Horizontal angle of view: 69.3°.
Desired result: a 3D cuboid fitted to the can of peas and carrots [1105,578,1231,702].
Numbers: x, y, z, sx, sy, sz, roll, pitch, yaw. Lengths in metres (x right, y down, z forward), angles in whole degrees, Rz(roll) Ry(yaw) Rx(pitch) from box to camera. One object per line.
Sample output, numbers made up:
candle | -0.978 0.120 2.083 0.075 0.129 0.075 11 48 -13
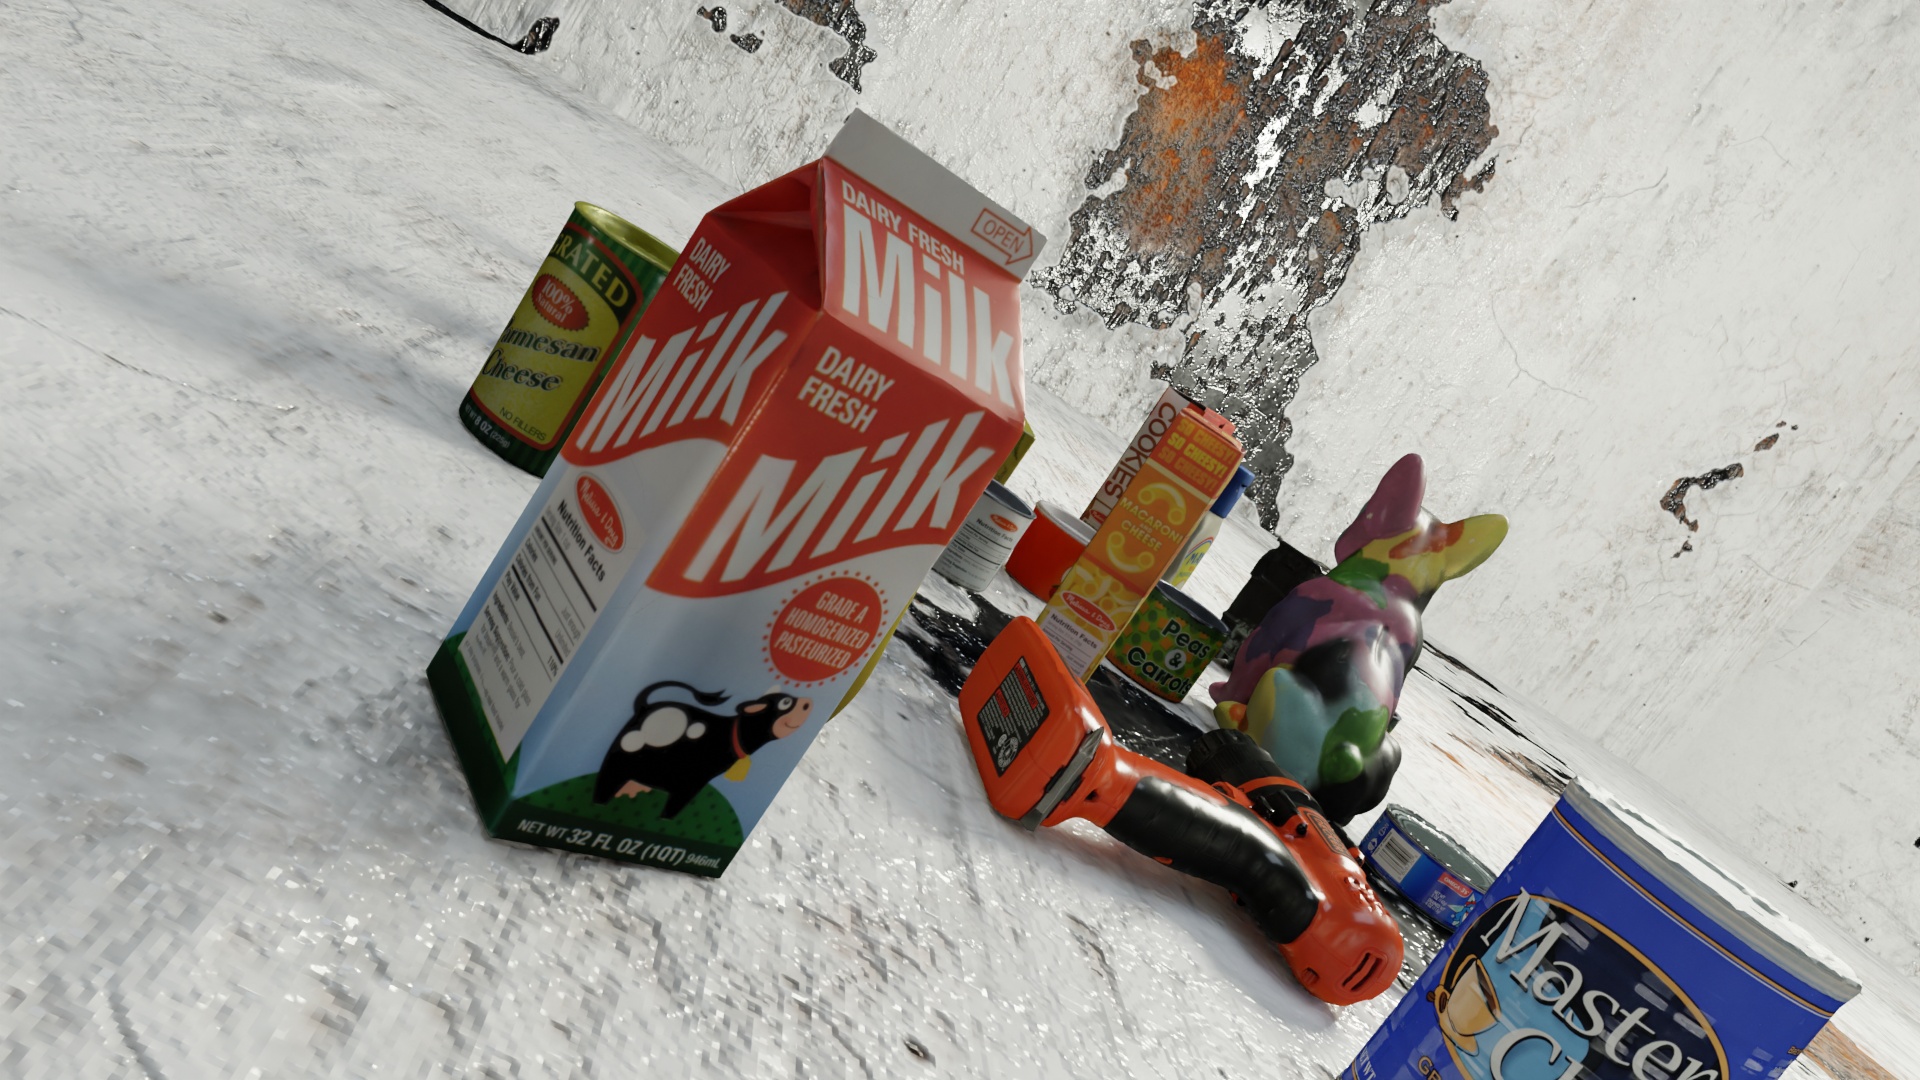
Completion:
can of peas and carrots | 0.135 0.065 0.911 0.071 0.058 0.071 32 11 -7

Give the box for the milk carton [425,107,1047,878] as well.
milk carton | -0.053 -0.013 0.359 0.072 0.190 0.073 24 14 -42

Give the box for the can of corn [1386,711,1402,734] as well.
can of corn | 0.283 0.136 1.033 0.071 0.058 0.071 32 11 -7

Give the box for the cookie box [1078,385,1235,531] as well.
cookie box | 0.153 -0.040 1.132 0.040 0.167 0.123 37 11 18

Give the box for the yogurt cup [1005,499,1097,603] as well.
yogurt cup | 0.067 0.012 0.963 0.072 0.054 0.072 32 11 -7

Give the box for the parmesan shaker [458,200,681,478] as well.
parmesan shaker | -0.156 -0.080 0.586 0.071 0.103 0.071 32 10 -7

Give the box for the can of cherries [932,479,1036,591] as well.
can of cherries | 0.003 -0.011 0.863 0.071 0.058 0.071 32 11 -7

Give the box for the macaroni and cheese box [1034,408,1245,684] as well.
macaroni and cheese box | 0.086 0.011 0.723 0.040 0.166 0.124 35 10 6

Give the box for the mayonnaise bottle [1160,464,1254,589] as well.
mayonnaise bottle | 0.152 0.005 0.987 0.041 0.148 0.065 38 11 22

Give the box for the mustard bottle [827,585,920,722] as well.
mustard bottle | -0.035 -0.009 0.476 0.065 0.160 0.049 40 12 30
